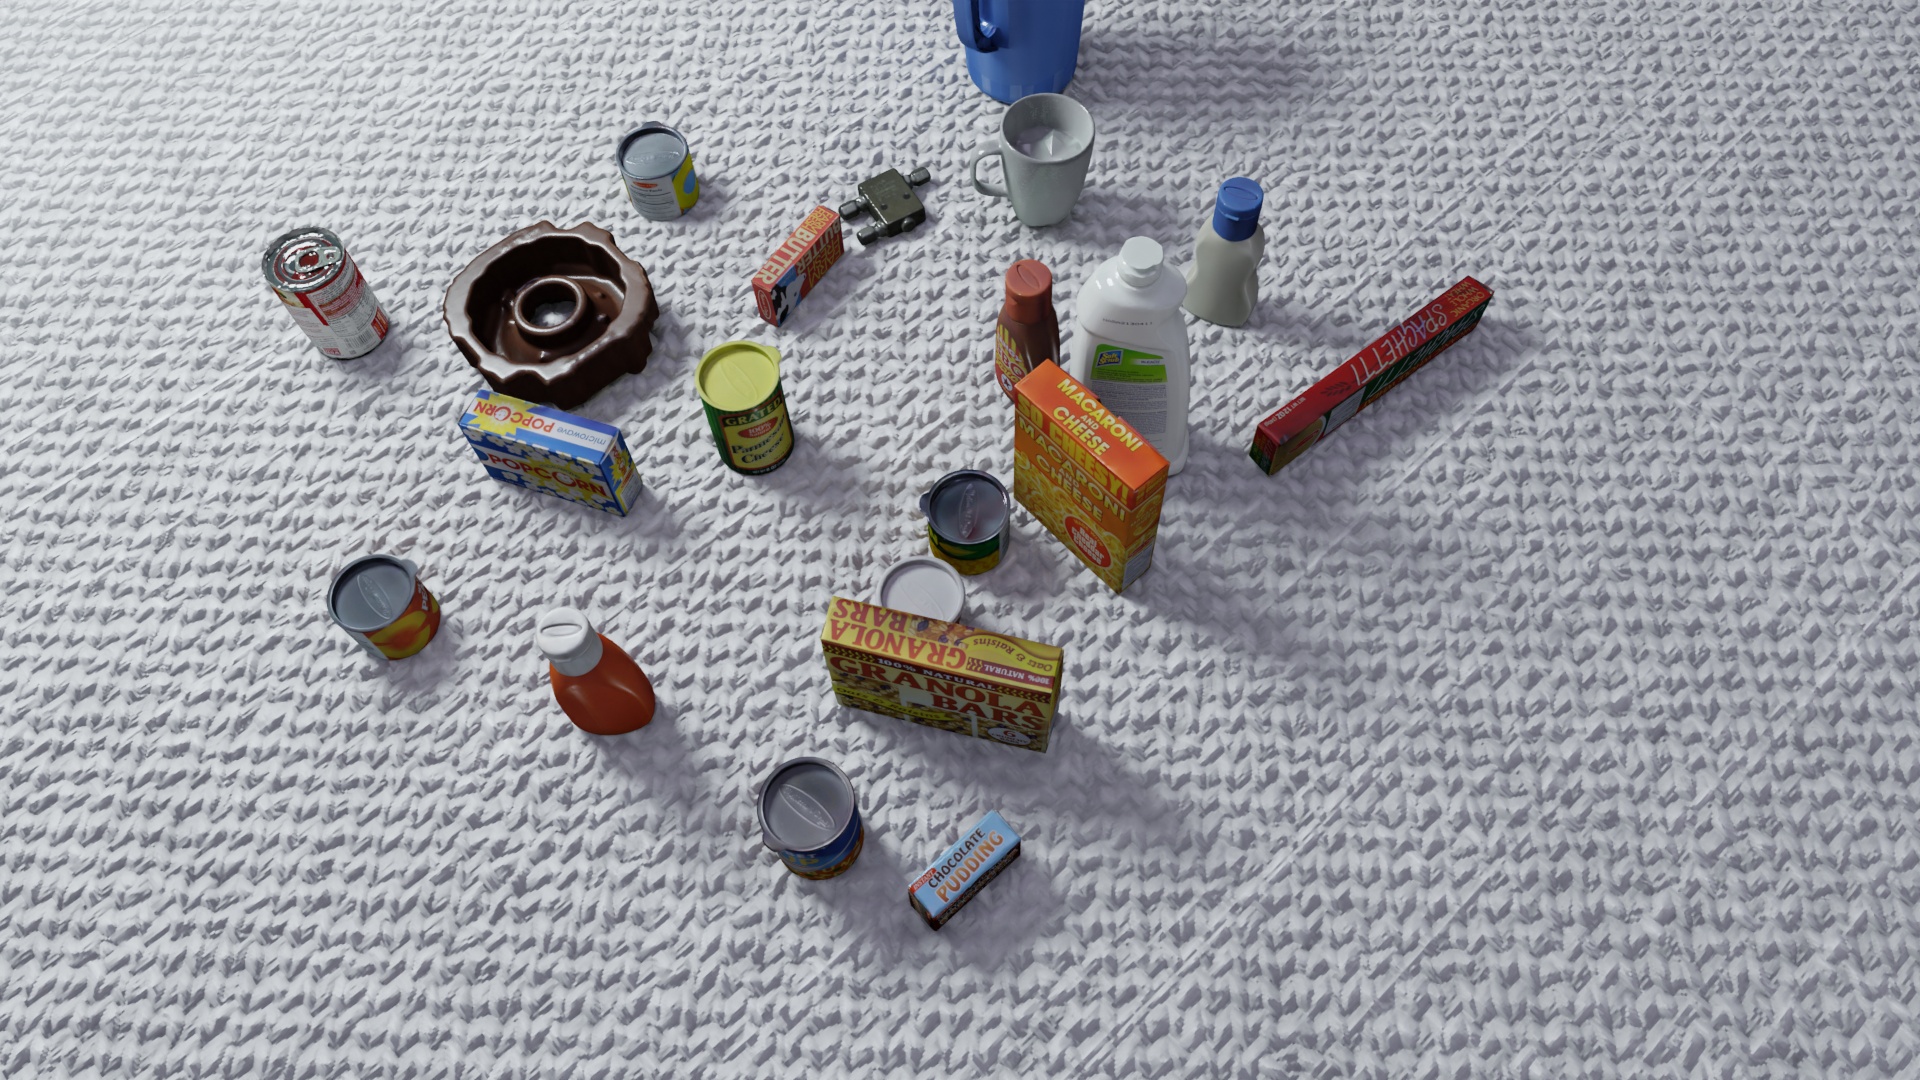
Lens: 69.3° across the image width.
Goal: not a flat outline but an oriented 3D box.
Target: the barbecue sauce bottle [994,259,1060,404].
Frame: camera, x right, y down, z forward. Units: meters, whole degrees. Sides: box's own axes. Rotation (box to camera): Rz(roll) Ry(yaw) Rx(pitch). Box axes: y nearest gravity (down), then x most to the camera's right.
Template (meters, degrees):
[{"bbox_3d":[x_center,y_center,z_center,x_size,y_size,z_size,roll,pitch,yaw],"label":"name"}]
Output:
[{"bbox_3d":[0.055,-0.167,1.124,0.044,0.148,0.065,-31,66,-14],"label":"barbecue sauce bottle"}]

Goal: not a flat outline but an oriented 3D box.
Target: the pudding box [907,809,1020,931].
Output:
[{"bbox_3d":[0.003,0.230,0.969,0.084,0.049,0.030,-39,68,-17],"label":"pudding box"}]

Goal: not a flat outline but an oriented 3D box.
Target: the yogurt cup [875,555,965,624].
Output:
[{"bbox_3d":[-0.029,0.053,1.062,0.072,0.053,0.073,-1,62,1],"label":"yogurt cup"}]

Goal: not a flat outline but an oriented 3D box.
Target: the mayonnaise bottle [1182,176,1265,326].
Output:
[{"bbox_3d":[0.224,-0.240,1.159,0.065,0.147,0.041,20,65,12],"label":"mayonnaise bottle"}]

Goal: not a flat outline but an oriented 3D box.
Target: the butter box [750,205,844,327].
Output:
[{"bbox_3d":[-0.142,-0.242,1.224,0.024,0.053,0.104,29,67,16],"label":"butter box"}]

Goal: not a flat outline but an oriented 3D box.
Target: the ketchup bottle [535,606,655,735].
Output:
[{"bbox_3d":[-0.264,0.095,0.992,0.065,0.148,0.044,-4,62,-1],"label":"ketchup bottle"}]

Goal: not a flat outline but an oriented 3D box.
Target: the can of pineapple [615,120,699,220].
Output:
[{"bbox_3d":[-0.277,-0.339,1.276,0.071,0.057,0.071,-1,62,1],"label":"can of pineapple"}]

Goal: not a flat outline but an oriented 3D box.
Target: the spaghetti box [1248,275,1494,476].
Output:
[{"bbox_3d":[0.343,-0.139,1.158,0.251,0.050,0.029,-34,66,-16],"label":"spaghetti box"}]

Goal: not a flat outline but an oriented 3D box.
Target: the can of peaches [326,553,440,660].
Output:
[{"bbox_3d":[-0.441,0.051,1.072,0.071,0.057,0.071,-1,62,1],"label":"can of peaches"}]

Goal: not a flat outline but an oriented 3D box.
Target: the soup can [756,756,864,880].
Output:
[{"bbox_3d":[-0.105,0.197,0.970,0.071,0.083,0.071,-1,62,1],"label":"soup can"}]

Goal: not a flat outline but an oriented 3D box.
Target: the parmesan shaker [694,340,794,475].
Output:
[{"bbox_3d":[-0.170,-0.106,1.123,0.071,0.102,0.071,-1,62,1],"label":"parmesan shaker"}]

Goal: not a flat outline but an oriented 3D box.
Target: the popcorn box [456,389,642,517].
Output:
[{"bbox_3d":[-0.327,-0.070,1.118,0.127,0.085,0.038,16,64,10],"label":"popcorn box"}]

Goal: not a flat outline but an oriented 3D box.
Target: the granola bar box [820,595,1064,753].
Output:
[{"bbox_3d":[-0.012,0.099,0.997,0.166,0.123,0.039,12,63,8],"label":"granola bar box"}]

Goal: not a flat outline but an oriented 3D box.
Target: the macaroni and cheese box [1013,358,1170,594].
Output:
[{"bbox_3d":[0.095,-0.046,1.048,0.040,0.165,0.124,-39,68,-17],"label":"macaroni and cheese box"}]

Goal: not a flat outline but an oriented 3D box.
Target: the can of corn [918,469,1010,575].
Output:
[{"bbox_3d":[0.004,-0.014,1.094,0.071,0.058,0.071,-1,62,1],"label":"can of corn"}]
